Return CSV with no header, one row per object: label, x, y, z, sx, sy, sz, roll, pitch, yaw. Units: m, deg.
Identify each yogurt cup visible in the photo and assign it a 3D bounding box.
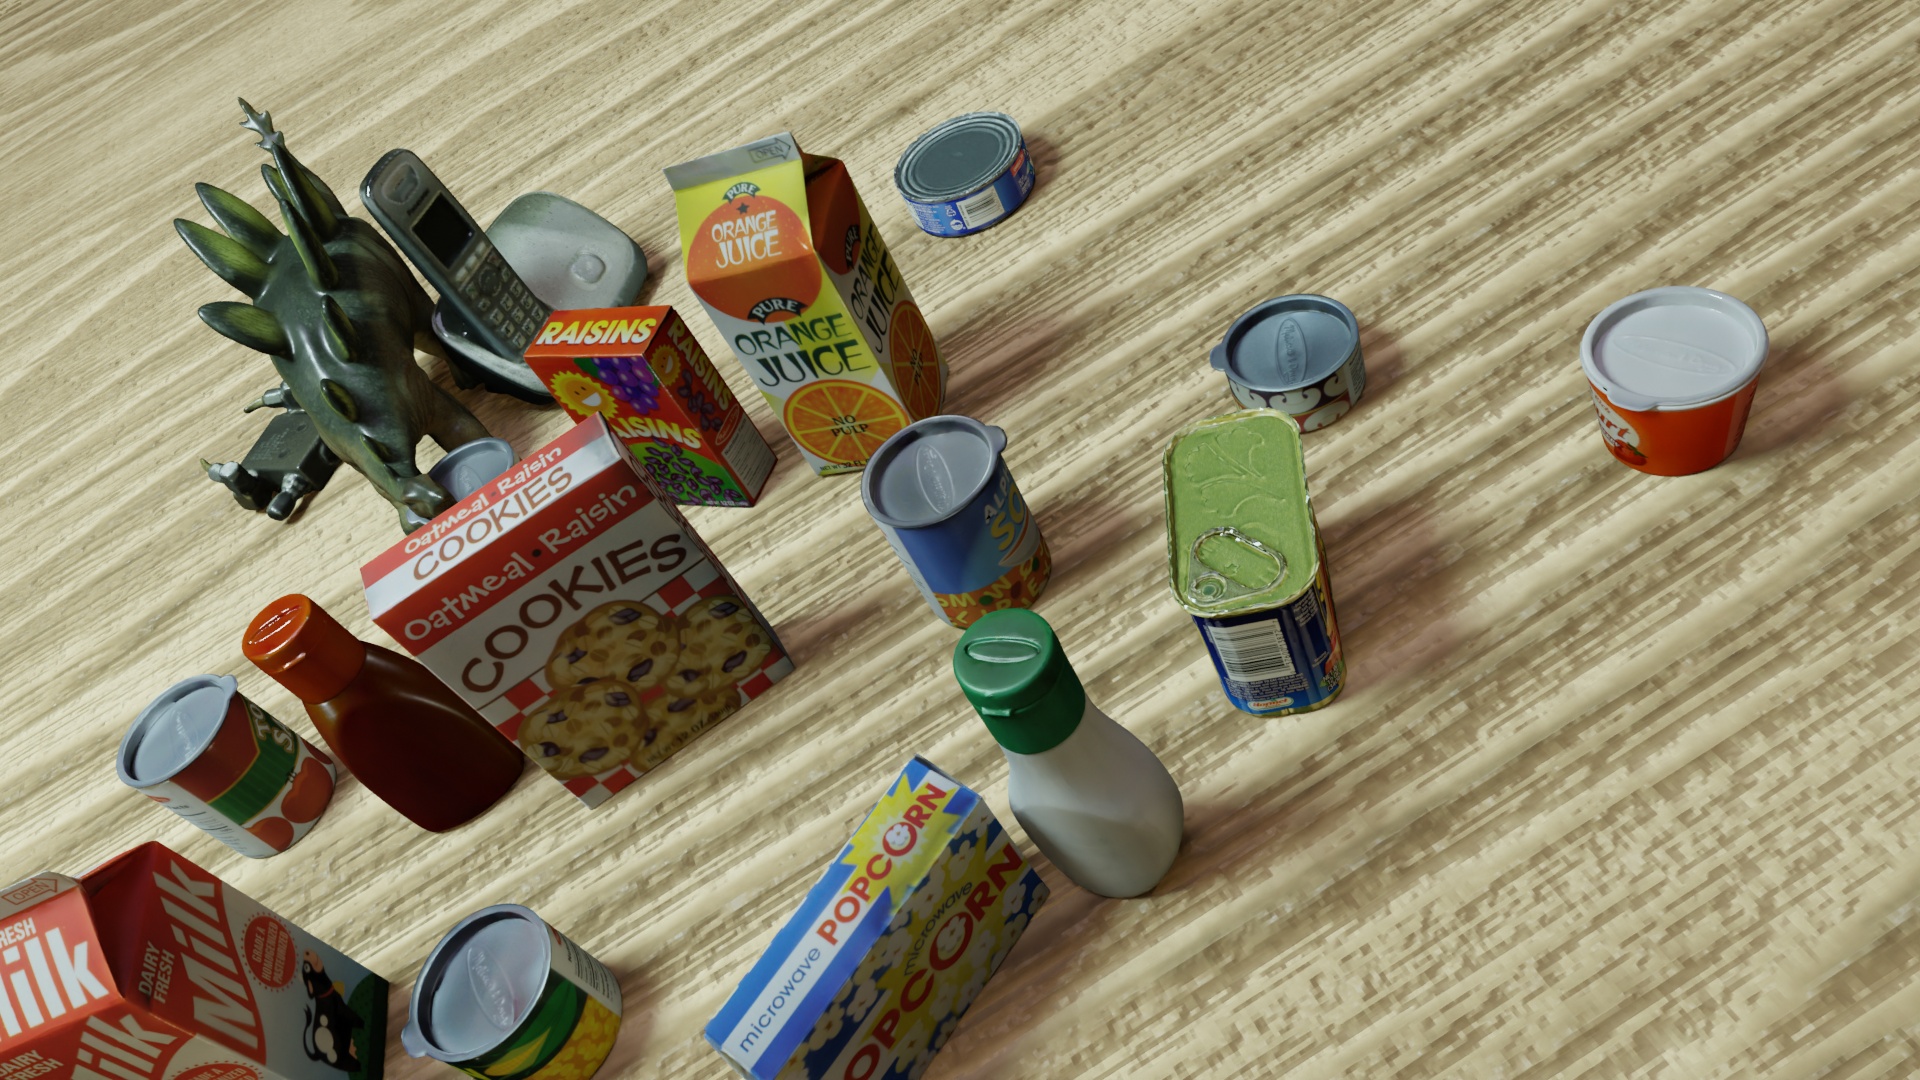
yogurt cup,0.295,-0.064,0.576,0.072,0.053,0.073,-14,47,16

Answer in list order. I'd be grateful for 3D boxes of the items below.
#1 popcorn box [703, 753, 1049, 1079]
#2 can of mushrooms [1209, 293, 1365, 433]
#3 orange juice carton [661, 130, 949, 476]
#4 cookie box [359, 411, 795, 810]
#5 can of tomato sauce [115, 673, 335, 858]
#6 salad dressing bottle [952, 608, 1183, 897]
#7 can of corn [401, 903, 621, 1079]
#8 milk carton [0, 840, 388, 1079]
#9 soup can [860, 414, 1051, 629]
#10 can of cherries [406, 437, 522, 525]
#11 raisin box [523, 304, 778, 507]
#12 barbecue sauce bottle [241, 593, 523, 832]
popcorn box,-0.027,0.157,0.523,0.038,0.085,0.127,22,65,38
can of mushrooms,0.160,-0.086,0.676,0.071,0.033,0.071,-14,47,15
orange juice carton,-0.076,-0.124,0.714,0.072,0.192,0.073,-8,49,21
cookie box,-0.169,0.037,0.639,0.123,0.166,0.040,-34,45,-4
can of tomato sauce,-0.383,0.119,0.733,0.071,0.082,0.071,-14,47,16
salad dressing bottle,0.040,0.081,0.512,0.064,0.147,0.044,0,53,27
can of corn,-0.188,0.198,0.586,0.071,0.058,0.071,-14,47,16
milk carton,-0.325,0.189,0.569,0.072,0.189,0.074,-25,45,6
soup can,0.002,-0.008,0.652,0.071,0.083,0.072,-14,47,16
can of cherries,-0.277,-0.016,0.814,0.071,0.058,0.072,-14,47,16
raisin box,-0.167,-0.072,0.763,0.086,0.123,0.040,4,54,29
barbecue sauce bottle,-0.277,0.082,0.666,0.065,0.148,0.044,-35,45,-5
